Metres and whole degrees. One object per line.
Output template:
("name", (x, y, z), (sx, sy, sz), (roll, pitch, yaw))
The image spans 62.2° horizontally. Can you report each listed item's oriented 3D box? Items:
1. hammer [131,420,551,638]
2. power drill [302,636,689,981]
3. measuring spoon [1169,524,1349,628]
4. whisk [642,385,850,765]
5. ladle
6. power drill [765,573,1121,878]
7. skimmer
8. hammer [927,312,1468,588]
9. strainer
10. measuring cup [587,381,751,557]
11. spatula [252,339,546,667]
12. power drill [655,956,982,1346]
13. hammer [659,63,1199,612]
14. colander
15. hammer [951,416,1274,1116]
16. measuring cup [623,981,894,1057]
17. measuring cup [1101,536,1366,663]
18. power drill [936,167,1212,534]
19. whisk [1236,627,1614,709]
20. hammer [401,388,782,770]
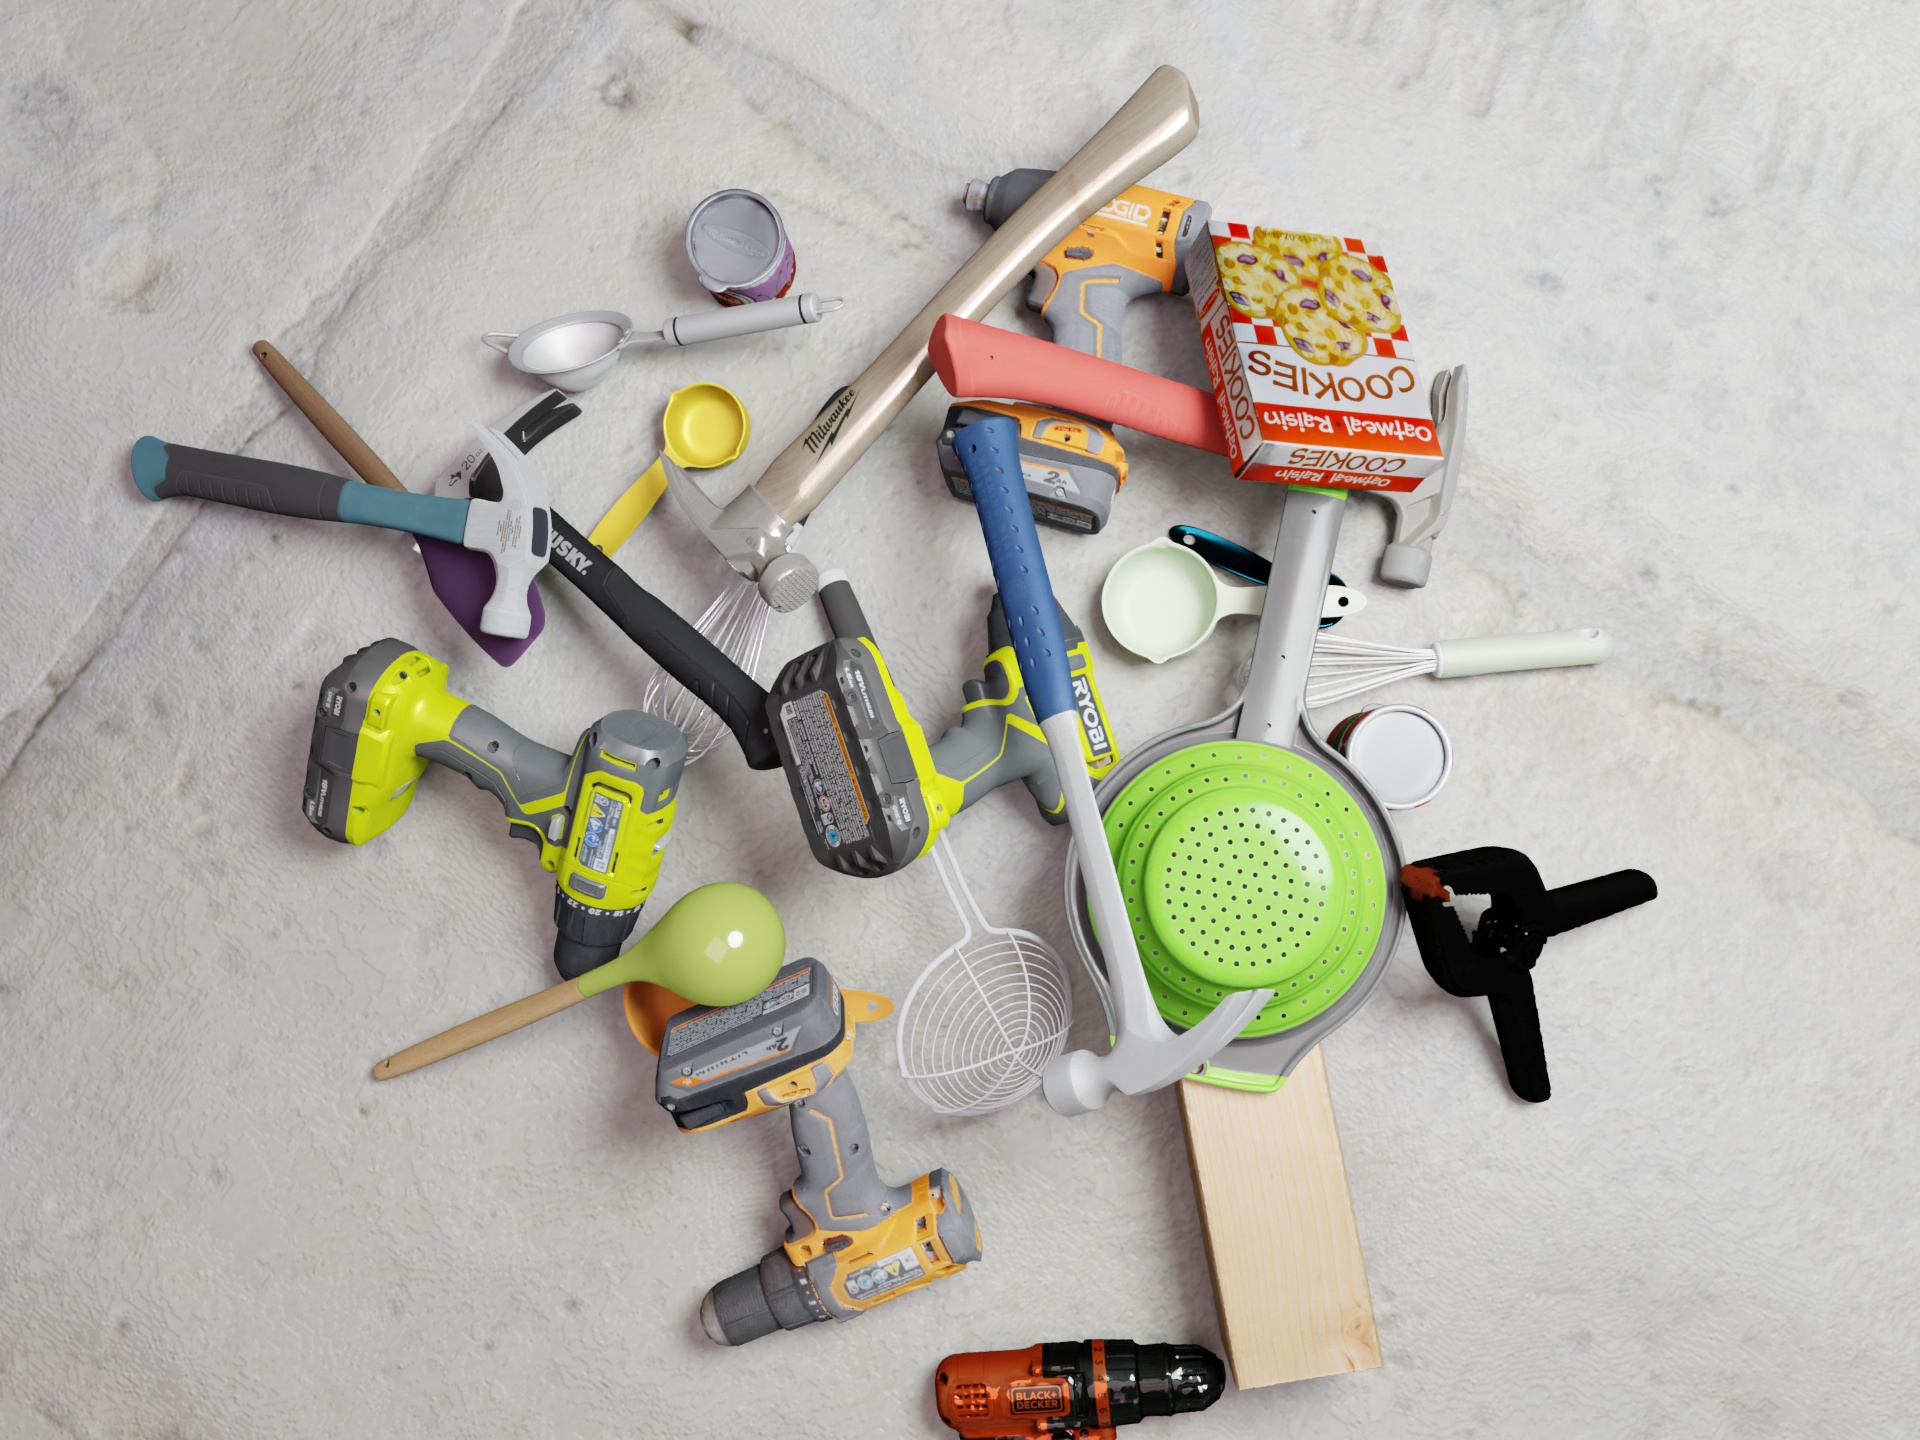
("hammer", (-0.411, -0.144, 1.040), (0.331, 0.033, 0.128), (12, 91, 20))
("power drill", (-0.299, 0.059, 1.027), (0.228, 0.080, 0.190), (22, 114, 6))
("measuring spoon", (0.196, -0.096, 1.057), (0.129, 0.021, 0.042), (27, 72, 13))
("whisk", (-0.131, -0.097, 1.055), (0.070, 0.070, 0.284), (26, 83, 4))
("ladle", (-0.249, 0.180, 1.011), (0.320, 0.062, 0.078), (-24, 57, 24))
("power drill", (-0.002, -0.003, 0.975), (0.080, 0.223, 0.171), (-21, 86, 46))
("skimmer", (-0.031, 0.076, 1.044), (0.127, 0.090, 0.363), (-16, 73, -24))
("hammer", (0.154, -0.196, 0.990), (0.359, 0.037, 0.149), (13, 86, -18))
("strainer", (-0.195, -0.253, 1.050), (0.258, 0.087, 0.050), (-5, 130, 18))
("measuring cup", (-0.202, -0.162, 1.081), (0.062, 0.029, 0.156), (44, 101, 4))
("spatula", (-0.378, -0.155, 1.057), (0.316, 0.018, 0.060), (44, 98, 18))
("power drill", (-0.111, 0.281, 0.991), (0.185, 0.084, 0.226), (-24, 109, 3))
("hammer", (-0.014, -0.257, 1.003), (0.410, 0.038, 0.146), (-45, 62, 3))
("colander", (0.178, 0.017, 0.925), (0.204, 0.094, 0.397), (12, 85, 7))
("hammer", (0.063, 0.007, 0.904), (0.144, 0.035, 0.406), (-30, 65, 38))
("measuring cup", (-0.128, 0.180, 1.037), (0.173, 0.052, 0.095), (3, 86, 2))
("measuring cup", (0.177, -0.075, 1.034), (0.167, 0.038, 0.083), (1, 84, 10))
("power drill", (0.057, -0.252, 1.042), (0.164, 0.084, 0.226), (17, 84, 6))
("whisk", (0.302, -0.038, 1.034), (0.246, 0.058, 0.059), (-5, 120, 0))
("hammer", (-0.213, -0.082, 1.020), (0.335, 0.035, 0.146), (39, 89, 23))
